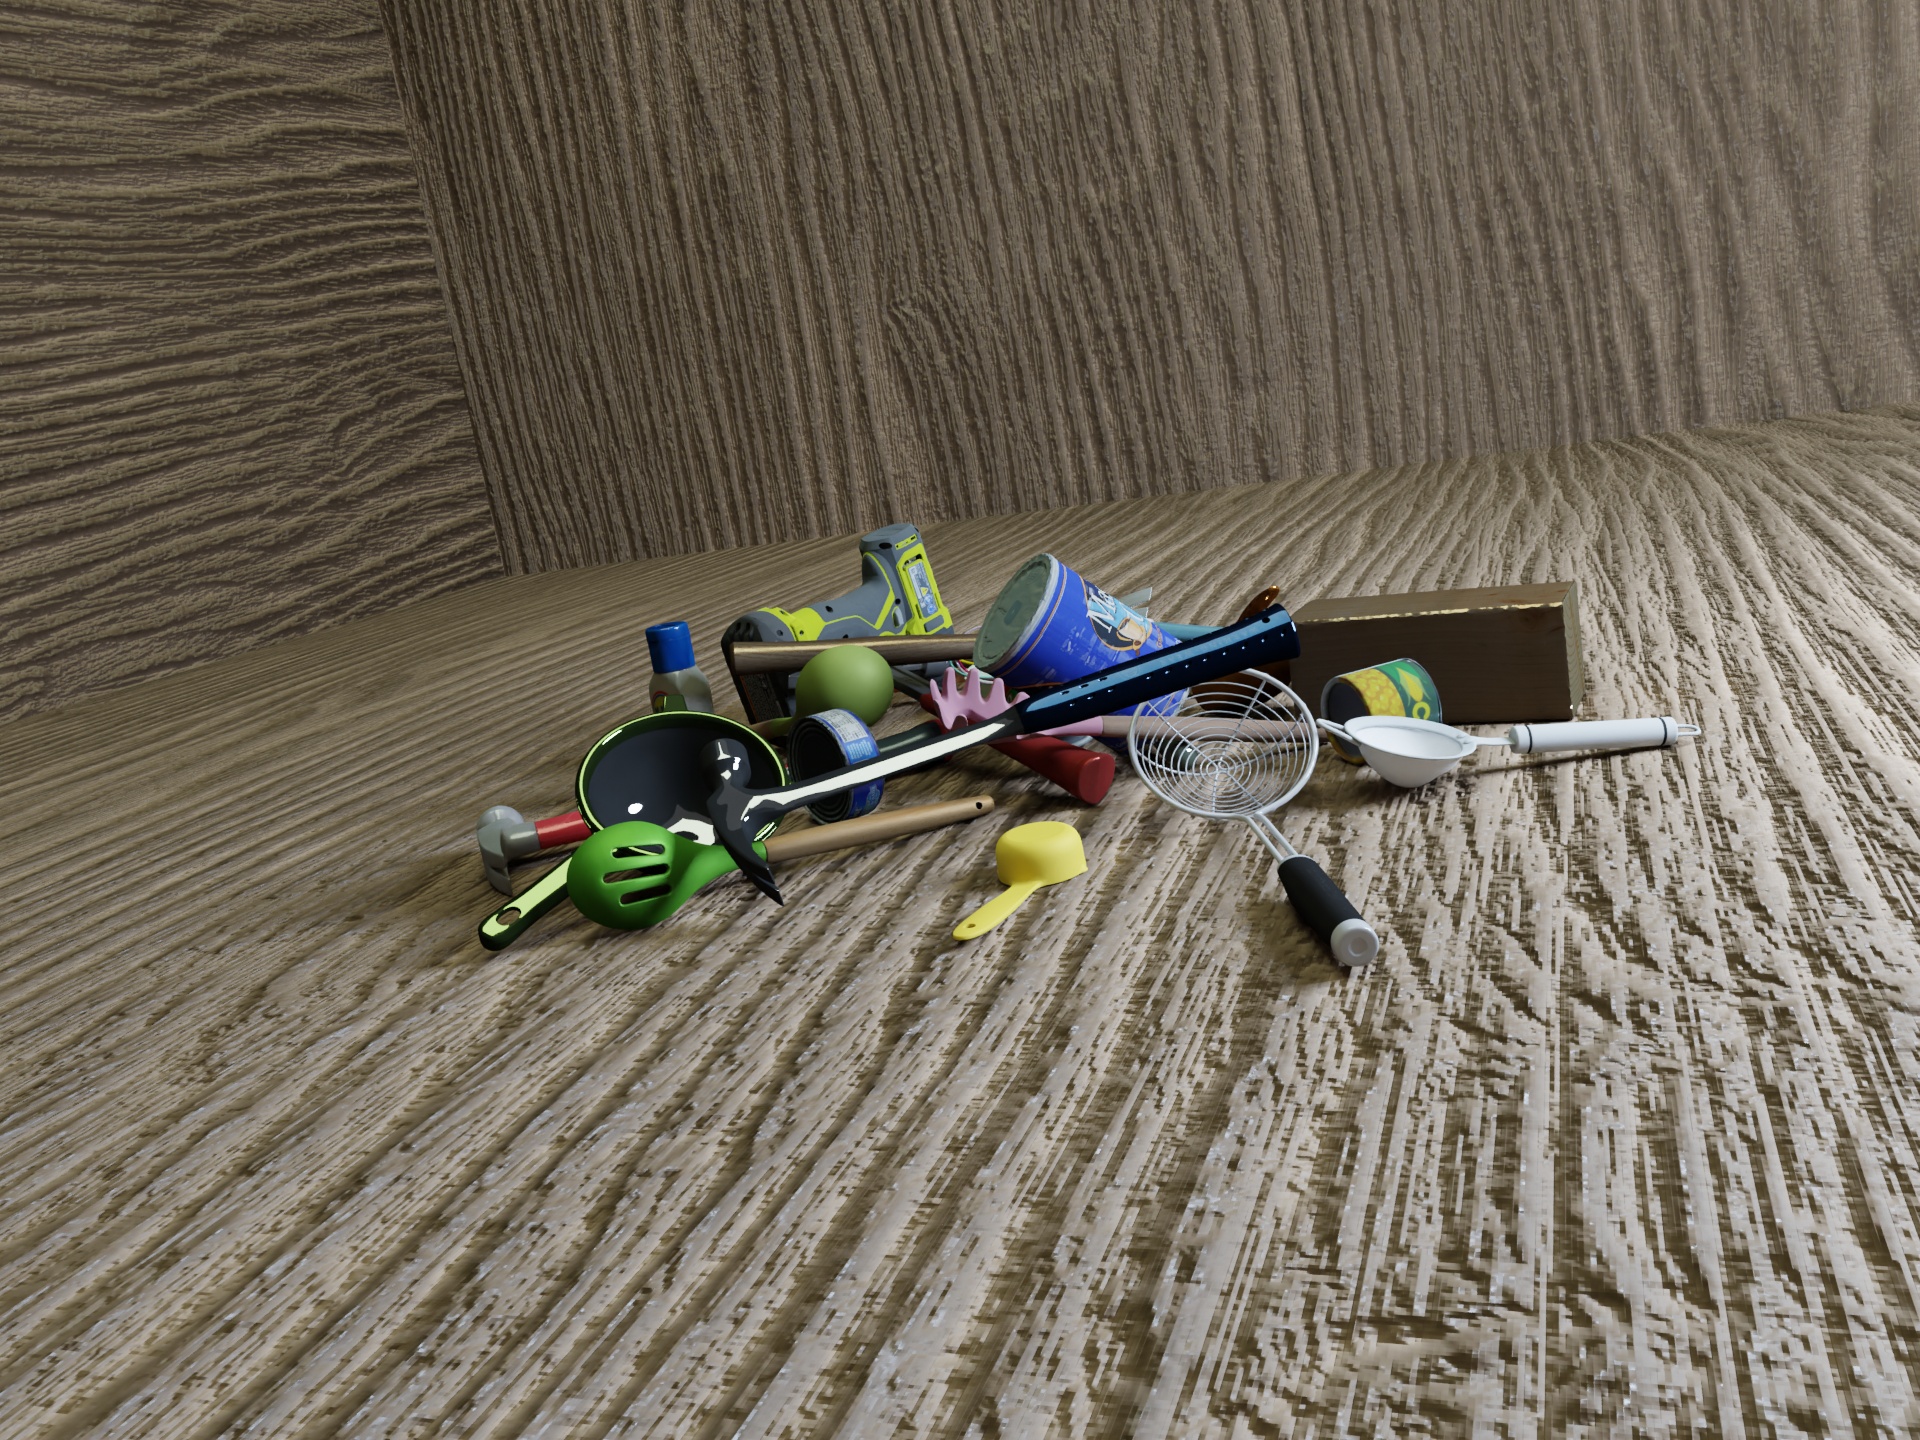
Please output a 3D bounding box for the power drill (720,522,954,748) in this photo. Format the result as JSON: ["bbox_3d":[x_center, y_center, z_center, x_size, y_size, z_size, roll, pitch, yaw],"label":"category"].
[{"bbox_3d":[-0.103,-0.068,1.505,0.223,0.171,0.080,-33,24,-35],"label":"power drill"}]

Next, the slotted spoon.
[{"bbox_3d":[-0.112,0.083,1.091,0.313,0.070,0.031,-10,-5,-29],"label":"slotted spoon"}]

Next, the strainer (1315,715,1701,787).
[{"bbox_3d":[0.366,0.016,1.063,0.258,0.050,0.087,-3,19,0],"label":"strainer"}]

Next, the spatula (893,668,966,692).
[{"bbox_3d":[-0.043,-0.031,1.610,0.322,0.041,0.081,-11,13,-25],"label":"spatula"}]

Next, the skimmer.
[{"bbox_3d":[0.182,0.044,0.951,0.127,0.090,0.363,-9,13,0],"label":"skimmer"}]

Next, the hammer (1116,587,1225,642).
[{"bbox_3d":[0.281,-0.068,1.392,0.331,0.033,0.128,4,-22,21],"label":"hammer"}]

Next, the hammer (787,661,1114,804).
[{"bbox_3d":[-0.002,-0.004,1.280,0.149,0.036,0.359,-7,19,-29],"label":"hammer"}]

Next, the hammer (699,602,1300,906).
[{"bbox_3d":[0.030,0.007,1.050,0.405,0.035,0.144,-19,40,-4],"label":"hammer"}]

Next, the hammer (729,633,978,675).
[{"bbox_3d":[-0.025,-0.059,1.327,0.331,0.031,0.130,-4,11,-9],"label":"hammer"}]

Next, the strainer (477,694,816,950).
[{"bbox_3d":[-0.231,0.093,1.113,0.151,0.069,0.256,32,49,21],"label":"strainer"}]

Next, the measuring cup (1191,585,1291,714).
[{"bbox_3d":[0.236,-0.054,1.282,0.095,0.052,0.173,-15,-16,-10],"label":"measuring cup"}]

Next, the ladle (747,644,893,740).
[{"bbox_3d":[-0.166,-0.001,1.346,0.078,0.062,0.320,26,-25,-31],"label":"ladle"}]

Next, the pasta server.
[{"bbox_3d":[0.130,-0.001,1.163,0.316,0.040,0.060,2,40,-14],"label":"pasta server"}]

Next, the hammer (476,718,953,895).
[{"bbox_3d":[-0.185,0.061,1.266,0.386,0.038,0.143,-13,14,-16],"label":"hammer"}]

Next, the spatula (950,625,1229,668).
[{"bbox_3d":[0.109,-0.066,1.563,0.317,0.044,0.082,2,20,20],"label":"spatula"}]

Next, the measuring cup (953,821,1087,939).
[{"bbox_3d":[0.030,0.095,0.970,0.062,0.029,0.156,-3,12,25],"label":"measuring cup"}]

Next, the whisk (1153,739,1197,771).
[{"bbox_3d":[0.152,-0.001,1.297,0.059,0.057,0.246,-43,15,5],"label":"whisk"}]

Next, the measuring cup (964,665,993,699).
[{"bbox_3d":[0.029,-0.044,1.533,0.083,0.038,0.168,-14,21,-17],"label":"measuring cup"}]

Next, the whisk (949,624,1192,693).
[{"bbox_3d":[0.105,-0.048,1.432,0.245,0.047,0.051,8,37,7],"label":"whisk"}]
